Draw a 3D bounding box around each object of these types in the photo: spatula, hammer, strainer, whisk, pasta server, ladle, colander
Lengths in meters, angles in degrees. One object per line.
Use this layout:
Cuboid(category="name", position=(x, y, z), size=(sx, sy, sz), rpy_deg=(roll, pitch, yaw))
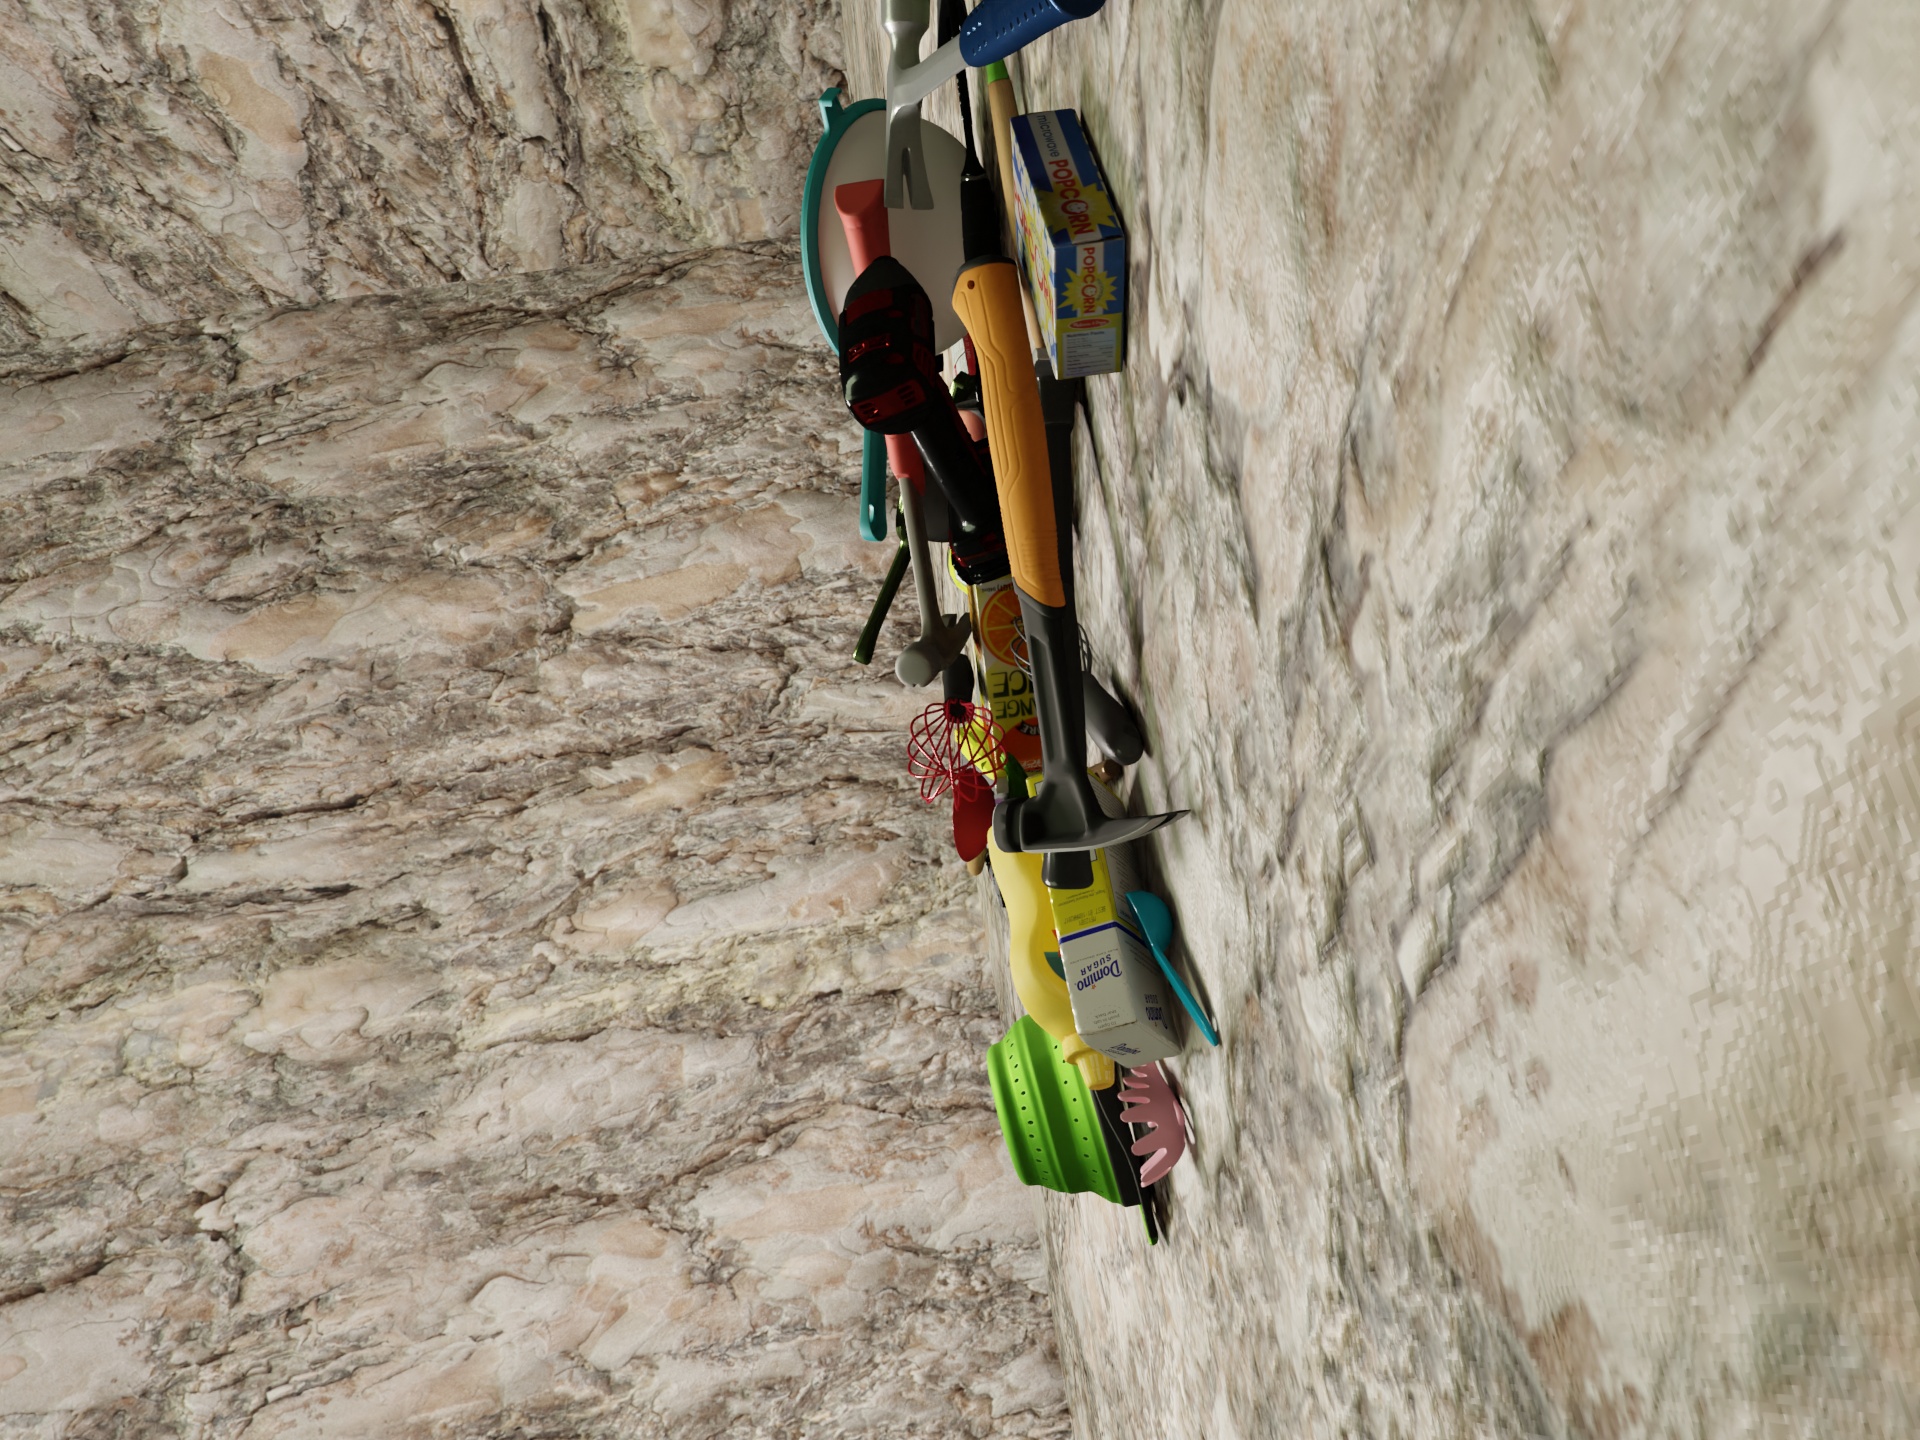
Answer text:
Cuboid(category="spatula", position=(0.064, 0.068, 1.220), size=(0.060, 0.018, 0.316), rpy_deg=(58, 161, 4))
Cuboid(category="hammer", position=(0.006, -0.381, 0.914), size=(0.406, 0.035, 0.144), rpy_deg=(-136, 45, -71))
Cuboid(category="strainer", position=(-0.011, -0.154, 1.311), size=(0.256, 0.069, 0.151), rpy_deg=(-66, -11, 6))
Cuboid(category="hammer", position=(0.007, -0.387, 1.107), size=(0.149, 0.036, 0.409), rpy_deg=(79, -175, -67))
Cuboid(category="whisk", position=(0.078, -0.024, 1.057), size=(0.239, 0.055, 0.055), rpy_deg=(-117, 18, -66))
Cuboid(category="pasta server", position=(0.116, 0.227, 1.146), size=(0.316, 0.040, 0.060), rpy_deg=(-105, -2, -72))
Cuboid(category="ladle", position=(0.012, 0.098, 1.282), size=(0.315, 0.031, 0.069), rpy_deg=(87, -170, -76))
Cuboid(category="whisk", position=(-0.002, -0.004, 1.176), size=(0.296, 0.073, 0.073), rpy_deg=(-88, -9, -73))
Cuboid(category="hammer", position=(0.061, -0.065, 0.966), size=(0.146, 0.035, 0.335), rpy_deg=(102, 167, -80))
Cuboid(category="hammer", position=(0.045, -0.095, 0.888), size=(0.127, 0.034, 0.337), rpy_deg=(-11, 88, 47))
Cuboid(category="hammer", position=(-0.041, -0.213, 1.179), size=(0.149, 0.037, 0.358), rpy_deg=(-60, -37, -64))
Cuboid(category="strainer", position=(-0.031, -0.309, 1.242), size=(0.211, 0.095, 0.340), rpy_deg=(-11, -74, -60))
Cuboid(category="colander", position=(0.055, 0.220, 1.215), size=(0.205, 0.094, 0.397), rpy_deg=(-100, -6, -76))

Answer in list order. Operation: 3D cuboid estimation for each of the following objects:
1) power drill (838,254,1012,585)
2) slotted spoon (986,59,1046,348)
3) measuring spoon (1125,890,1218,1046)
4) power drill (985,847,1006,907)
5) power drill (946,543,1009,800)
Cuboid(category="power drill", position=(-0.012, -0.207, 1.081), size=(0.219, 0.078, 0.143), rpy_deg=(50, -153, -46))
Cuboid(category="slotted spoon", position=(0.031, -0.394, 1.048), size=(0.070, 0.031, 0.313), rpy_deg=(-63, -37, -81))
Cuboid(category="measuring spoon", position=(0.129, 0.142, 0.926), size=(0.129, 0.021, 0.042), rpy_deg=(-119, 6, -55))
Cuboid(category="power drill", position=(0.082, 0.219, 1.420), size=(0.188, 0.080, 0.226), rpy_deg=(-116, 15, -80))
Cuboid(category="power drill", position=(0.040, -0.044, 1.370), size=(0.171, 0.080, 0.223), rpy_deg=(-133, 36, -67))
